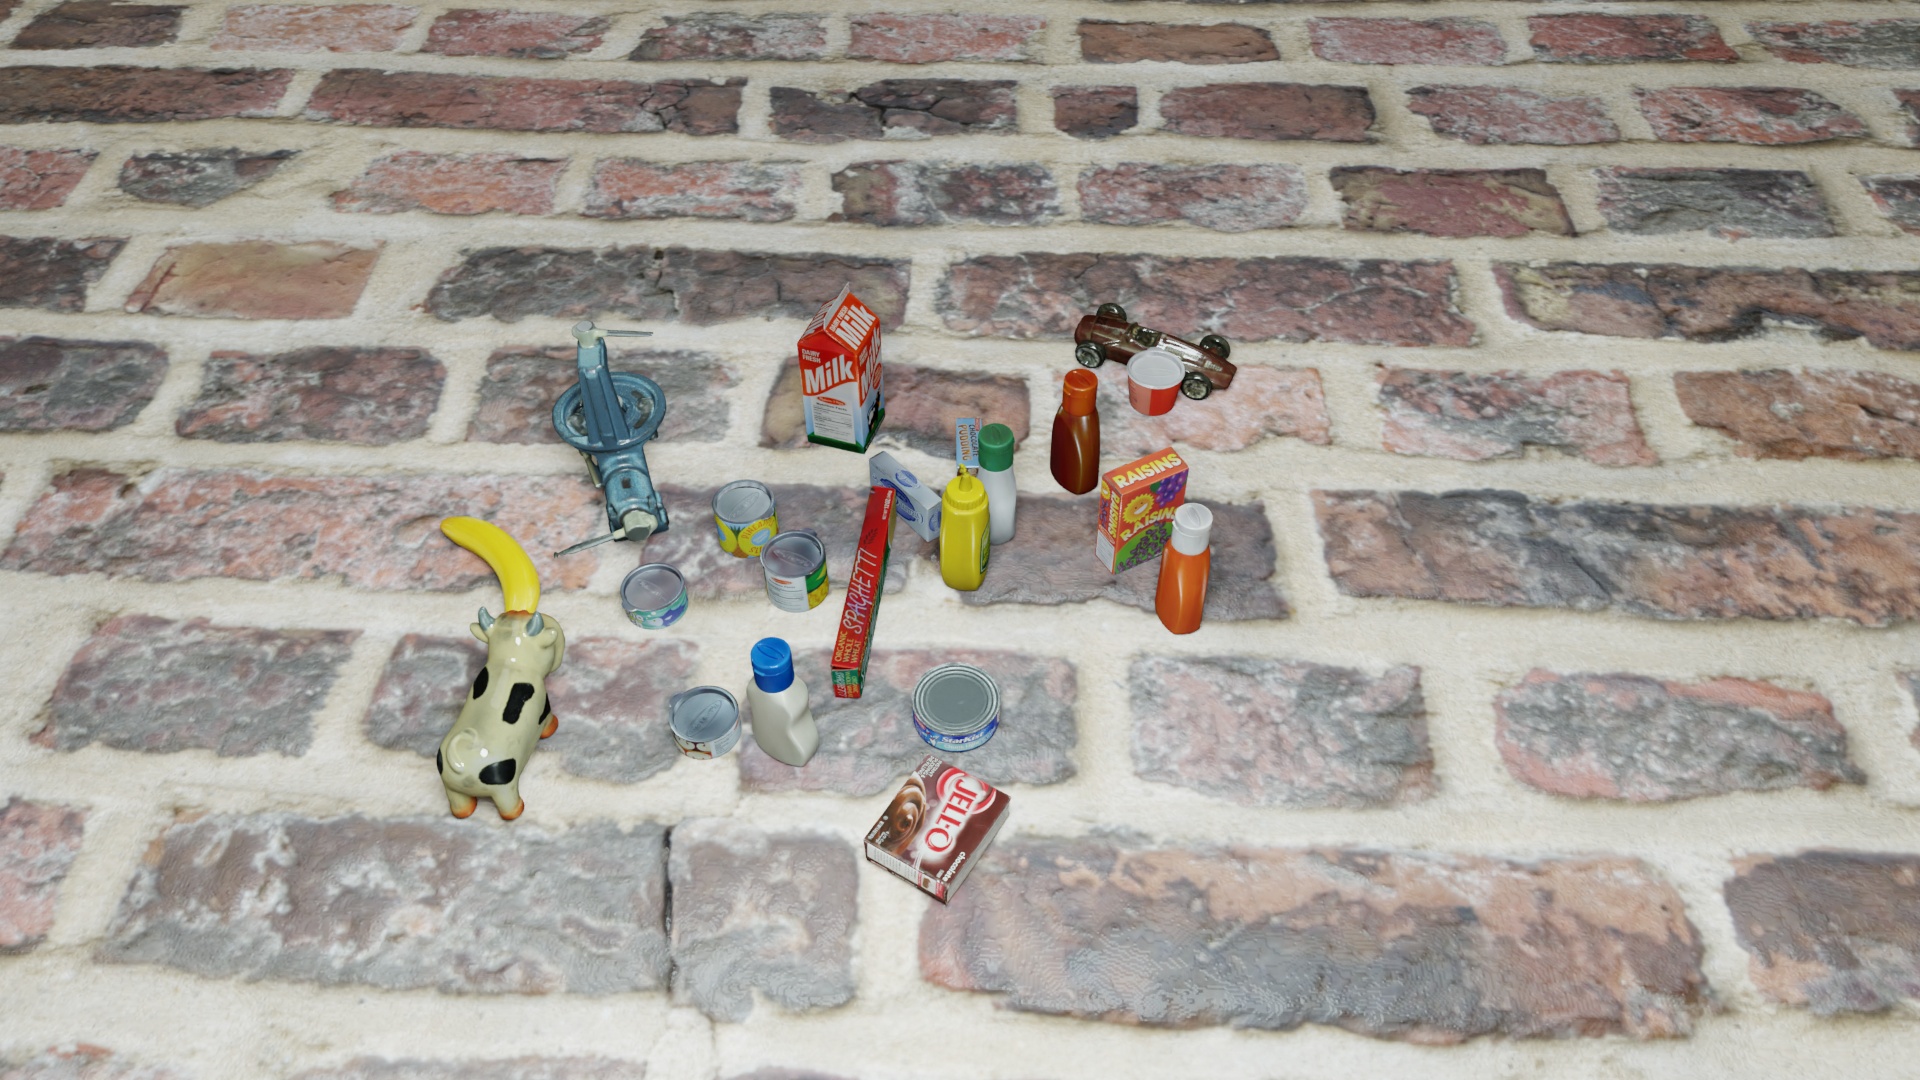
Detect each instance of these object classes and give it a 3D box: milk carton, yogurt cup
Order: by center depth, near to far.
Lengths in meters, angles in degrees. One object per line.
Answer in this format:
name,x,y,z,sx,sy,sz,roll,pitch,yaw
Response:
milk carton,-0.134,-0.195,1.563,0.073,0.189,0.073,13,49,13
yogurt cup,0.229,-0.184,1.644,0.072,0.053,0.073,0,47,0

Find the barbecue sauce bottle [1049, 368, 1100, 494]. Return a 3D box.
barbecue sauce bottle,0.128,-0.121,1.522,0.044,0.147,0.065,-25,52,-21

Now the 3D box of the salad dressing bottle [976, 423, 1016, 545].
salad dressing bottle,0.037,-0.059,1.467,0.044,0.146,0.064,-10,48,-8

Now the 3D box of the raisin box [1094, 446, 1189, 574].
raisin box,0.189,-0.031,1.456,0.086,0.122,0.040,-22,51,-18

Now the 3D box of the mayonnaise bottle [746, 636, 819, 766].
mayonnaise bottle,-0.166,0.148,1.278,0.065,0.147,0.041,24,52,21

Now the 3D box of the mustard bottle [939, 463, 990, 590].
mustard bottle,0.005,-0.018,1.420,0.049,0.159,0.066,9,48,9

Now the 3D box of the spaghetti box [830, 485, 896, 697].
spaghetti box,-0.098,0.049,1.434,0.029,0.049,0.251,5,48,5

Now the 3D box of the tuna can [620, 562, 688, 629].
tuna can,-0.318,0.059,1.438,0.071,0.032,0.071,0,47,0

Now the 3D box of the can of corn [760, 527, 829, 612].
can of corn,-0.170,0.031,1.446,0.071,0.058,0.071,0,47,0

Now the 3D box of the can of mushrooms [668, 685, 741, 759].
can of mushrooms,-0.246,0.173,1.332,0.071,0.033,0.071,0,47,0

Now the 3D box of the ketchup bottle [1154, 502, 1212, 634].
ketchup bottle,0.224,0.026,1.386,0.043,0.148,0.065,-11,48,-9

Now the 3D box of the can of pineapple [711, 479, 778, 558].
can of pineapple,-0.230,-0.022,1.495,0.071,0.057,0.071,0,47,0

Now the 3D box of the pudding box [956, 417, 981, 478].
pudding box,0.010,-0.094,1.565,0.030,0.049,0.084,-1,47,0

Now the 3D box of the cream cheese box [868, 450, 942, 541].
cream cheese box,-0.059,-0.049,1.521,0.024,0.053,0.104,-32,55,-26
